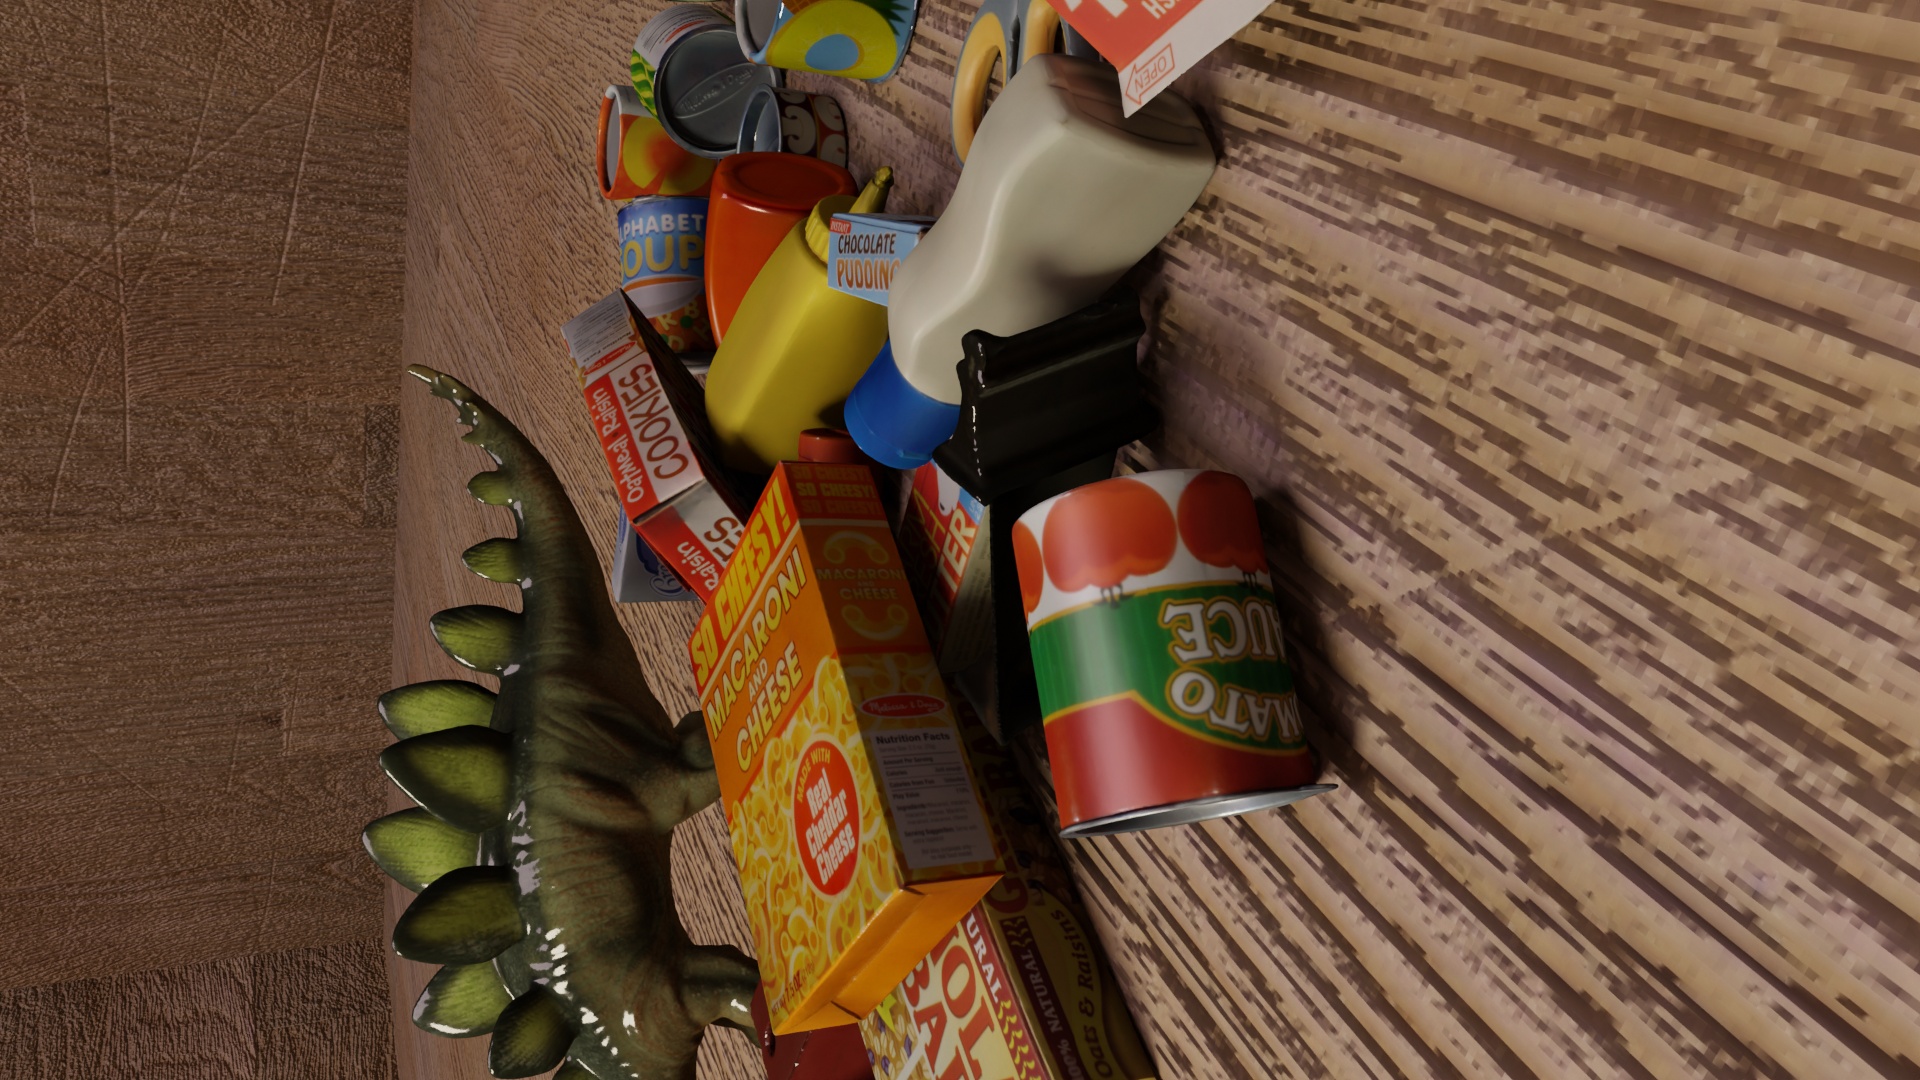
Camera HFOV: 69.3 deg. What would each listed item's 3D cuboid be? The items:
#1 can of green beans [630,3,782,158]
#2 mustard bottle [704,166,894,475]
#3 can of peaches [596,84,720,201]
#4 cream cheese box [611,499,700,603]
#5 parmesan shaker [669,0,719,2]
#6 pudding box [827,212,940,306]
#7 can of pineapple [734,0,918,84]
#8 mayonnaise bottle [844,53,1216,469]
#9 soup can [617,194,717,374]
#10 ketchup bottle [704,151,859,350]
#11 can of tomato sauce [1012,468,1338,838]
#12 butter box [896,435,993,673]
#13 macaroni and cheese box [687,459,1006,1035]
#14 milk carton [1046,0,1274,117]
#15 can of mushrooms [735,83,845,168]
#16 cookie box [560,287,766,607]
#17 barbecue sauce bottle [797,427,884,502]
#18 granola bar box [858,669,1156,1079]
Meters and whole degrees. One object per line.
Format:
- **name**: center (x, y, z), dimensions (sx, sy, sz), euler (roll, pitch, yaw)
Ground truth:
- **can of green beans**: center (-0.131, -0.236, 0.713), dimensions (0.058, 0.071, 0.071), euler (51, 134, 51)
- **mustard bottle**: center (-0.059, -0.094, 0.584), dimensions (0.159, 0.065, 0.049), euler (-56, 46, 40)
- **can of peaches**: center (-0.178, -0.228, 0.814), dimensions (0.071, 0.058, 0.071), euler (2, 92, 62)
- **cream cheese box**: center (-0.172, -0.012, 0.813), dimensions (0.024, 0.053, 0.103), euler (-126, 43, -51)
- **parmesan shaker**: center (-0.161, -0.355, 0.761), dimensions (0.071, 0.071, 0.103), euler (22, 111, 61)
- **pudding box**: center (-0.011, -0.100, 0.501), dimensions (0.084, 0.050, 0.030), euler (31, 120, 59)
- **can of pineapple**: center (-0.055, -0.228, 0.574), dimensions (0.071, 0.058, 0.071), euler (3, 93, 63)
- **mayonnaise bottle**: center (0.011, -0.078, 0.426), dimensions (0.147, 0.065, 0.041), euler (-48, 48, 44)
- **soup can**: center (-0.151, -0.137, 0.750), dimensions (0.071, 0.071, 0.084), euler (-12, 81, 62)
- **ketchup bottle**: center (-0.087, -0.105, 0.640), dimensions (0.148, 0.065, 0.044), euler (107, 161, -47)
- **can of tomato sauce**: center (0.053, 0.030, 0.362), dimensions (0.071, 0.071, 0.083), euler (-37, 58, 58)
- **butter box**: center (0.002, -0.006, 0.505), dimensions (0.053, 0.024, 0.103), euler (55, 138, 46)
- **macaroni and cheese box**: center (-0.049, 0.073, 0.503), dimensions (0.123, 0.040, 0.167), euler (-56, 43, 42)
- **milk carton**: center (0.050, -0.211, 0.352), dimensions (0.072, 0.073, 0.191), euler (-24, 70, 61)
- **can of mushrooms**: center (-0.080, -0.176, 0.652), dimensions (0.071, 0.033, 0.071), euler (2, 93, 62)
- **cookie box**: center (-0.127, -0.029, 0.666), dimensions (0.122, 0.040, 0.168), euler (56, -179, -45)
- **barbecue sauce bottle**: center (-0.055, 0.027, 0.597), dimensions (0.065, 0.044, 0.148), euler (24, 111, 60)
- **granola bar box**: center (-0.002, 0.149, 0.502), dimensions (0.166, 0.039, 0.123), euler (65, 144, 39)
